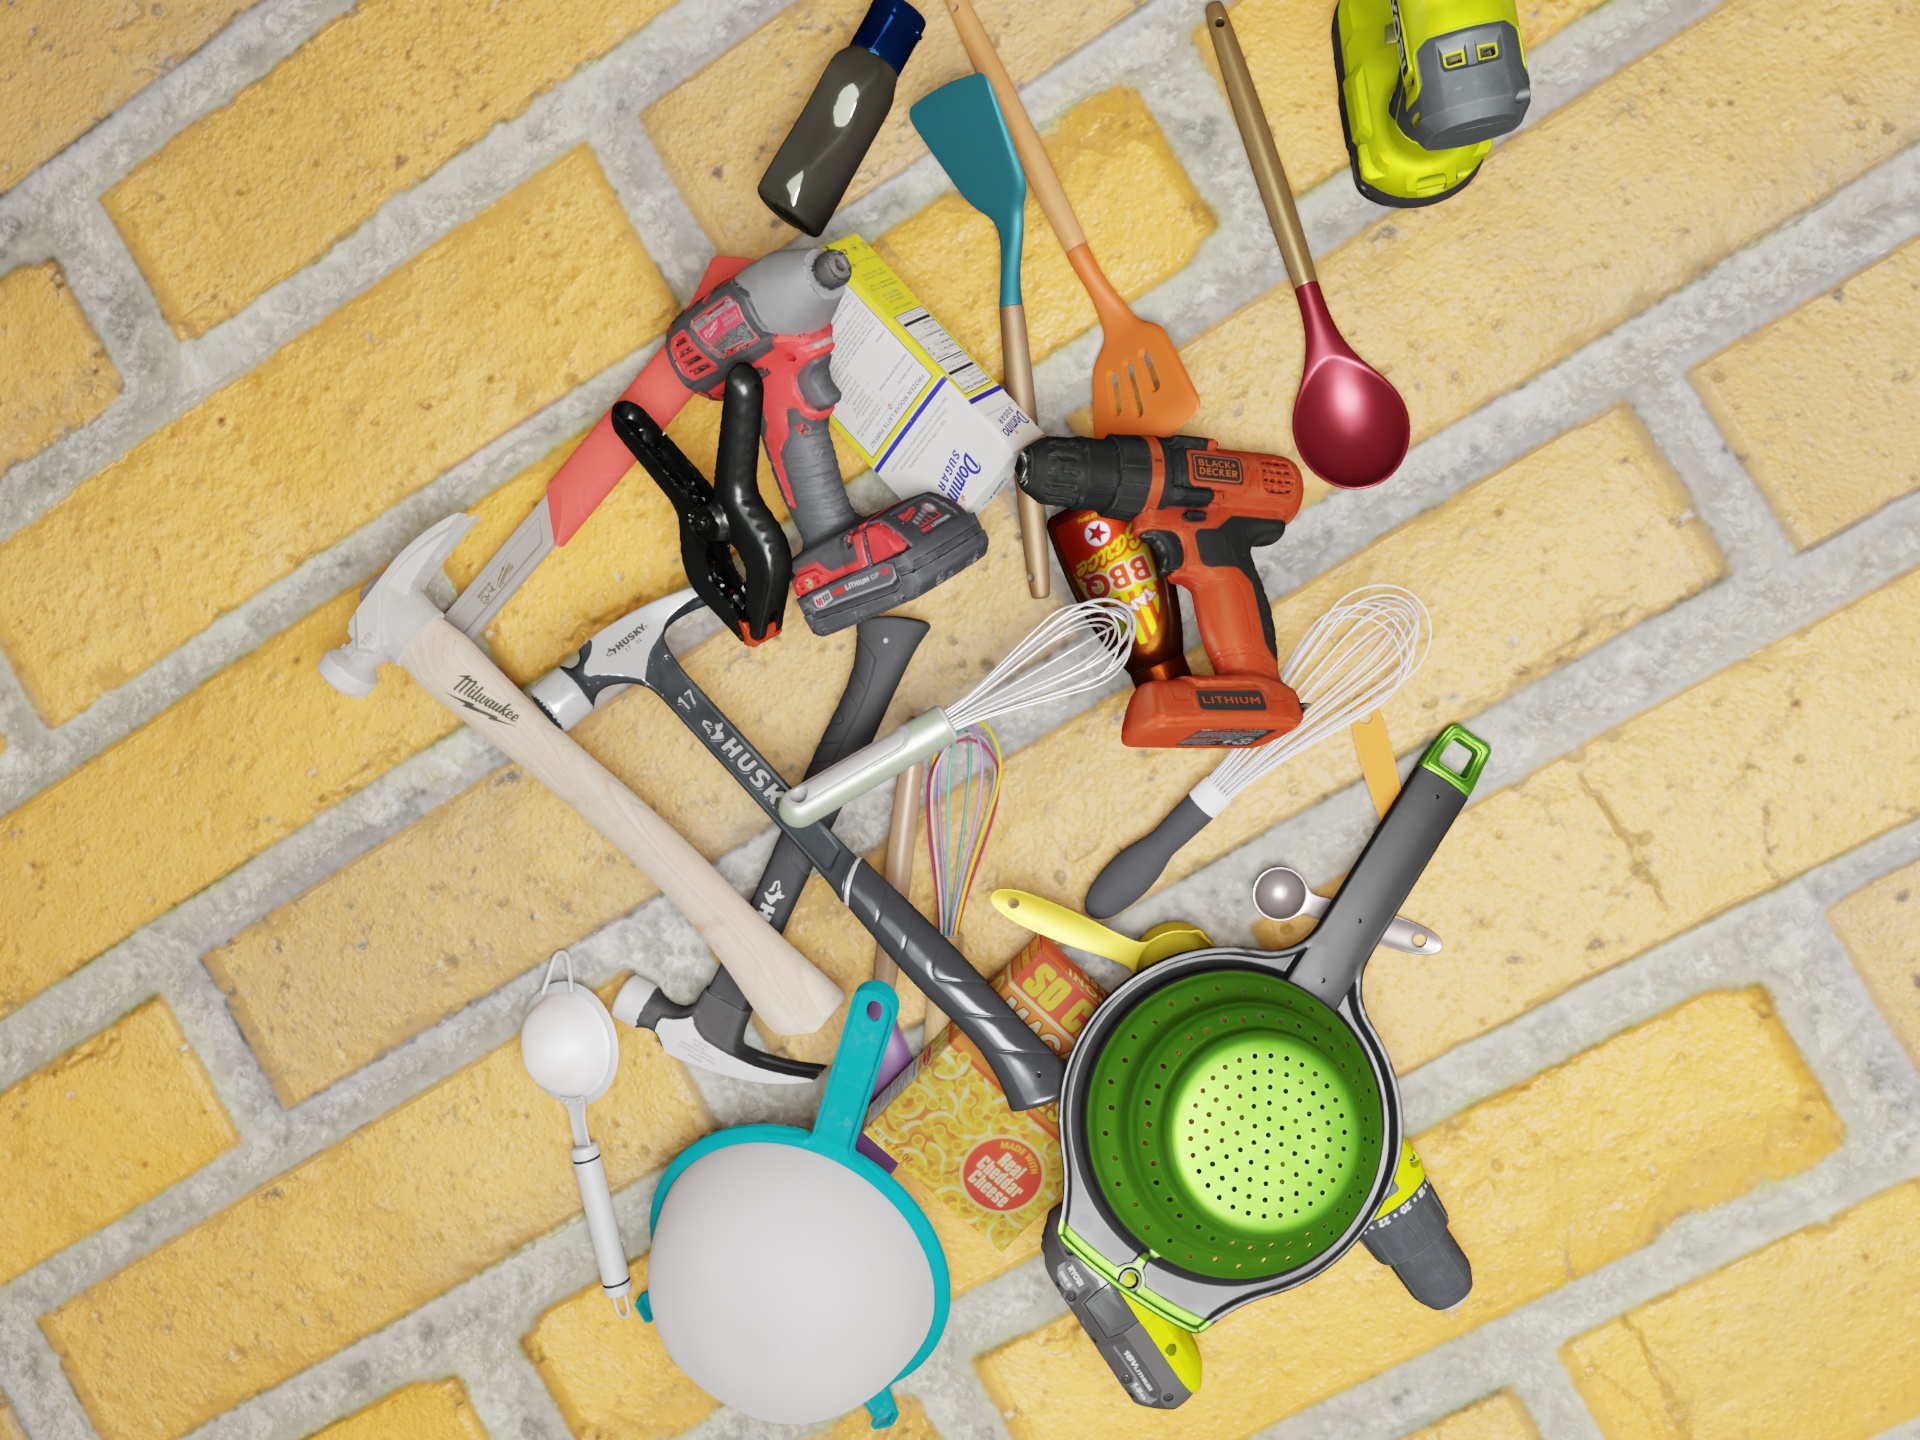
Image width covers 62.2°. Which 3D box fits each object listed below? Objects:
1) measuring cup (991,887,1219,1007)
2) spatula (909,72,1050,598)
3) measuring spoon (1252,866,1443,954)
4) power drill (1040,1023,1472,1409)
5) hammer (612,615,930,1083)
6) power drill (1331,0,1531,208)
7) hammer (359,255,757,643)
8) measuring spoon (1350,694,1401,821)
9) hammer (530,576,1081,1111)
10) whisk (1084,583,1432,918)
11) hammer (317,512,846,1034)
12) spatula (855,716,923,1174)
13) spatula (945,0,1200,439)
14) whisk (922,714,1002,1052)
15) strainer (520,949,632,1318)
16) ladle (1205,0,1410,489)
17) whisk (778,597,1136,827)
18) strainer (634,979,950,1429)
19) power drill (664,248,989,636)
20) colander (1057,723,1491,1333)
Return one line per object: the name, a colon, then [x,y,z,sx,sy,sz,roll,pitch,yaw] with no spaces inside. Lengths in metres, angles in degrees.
measuring cup: [0.091,0.136,1.006,0.156,0.029,0.062,23,102,-4]
spatula: [0.025,-0.233,0.998,0.082,0.044,0.317,2,102,53]
measuring spoon: [0.244,0.123,1.004,0.124,0.018,0.034,19,96,1]
power drill: [0.185,0.323,0.991,0.228,0.080,0.190,-34,86,5]
hammer: [-0.101,0.083,1.049,0.146,0.035,0.335,26,97,8]
power drill: [0.252,-0.379,0.861,0.080,0.223,0.171,-10,92,10]
hammer: [-0.240,-0.157,1.057,0.149,0.036,0.359,44,100,5]
measuring spoon: [0.265,0.040,0.996,0.021,0.011,0.117,-15,87,10]
hammer: [-0.077,0.081,0.985,0.149,0.036,0.409,-42,82,-17]
whisk: [0.178,0.025,0.988,0.070,0.070,0.284,45,104,4]
hammer: [-0.228,0.044,1.033,0.410,0.038,0.146,42,99,5]
spatula: [-0.045,0.153,1.047,0.060,0.018,0.316,8,99,7]
spatula: [0.058,-0.316,0.992,0.081,0.041,0.322,-28,86,37]
whisk: [-0.004,0.118,1.031,0.047,0.051,0.245,5,97,4]
strainer: [-0.259,0.288,1.087,0.087,0.050,0.258,-9,96,28]
ladle: [0.203,-0.291,0.977,0.069,0.031,0.315,-18,89,8]
whisk: [-0.002,-0.003,0.961,0.246,0.058,0.059,-30,132,-2]
strainer: [-0.102,0.316,0.982,0.211,0.095,0.340,21,117,9]
power drill: [-0.081,-0.174,0.966,0.143,0.078,0.219,-19,102,43]
colander: [0.208,0.164,0.916,0.204,0.094,0.397,34,80,2]
